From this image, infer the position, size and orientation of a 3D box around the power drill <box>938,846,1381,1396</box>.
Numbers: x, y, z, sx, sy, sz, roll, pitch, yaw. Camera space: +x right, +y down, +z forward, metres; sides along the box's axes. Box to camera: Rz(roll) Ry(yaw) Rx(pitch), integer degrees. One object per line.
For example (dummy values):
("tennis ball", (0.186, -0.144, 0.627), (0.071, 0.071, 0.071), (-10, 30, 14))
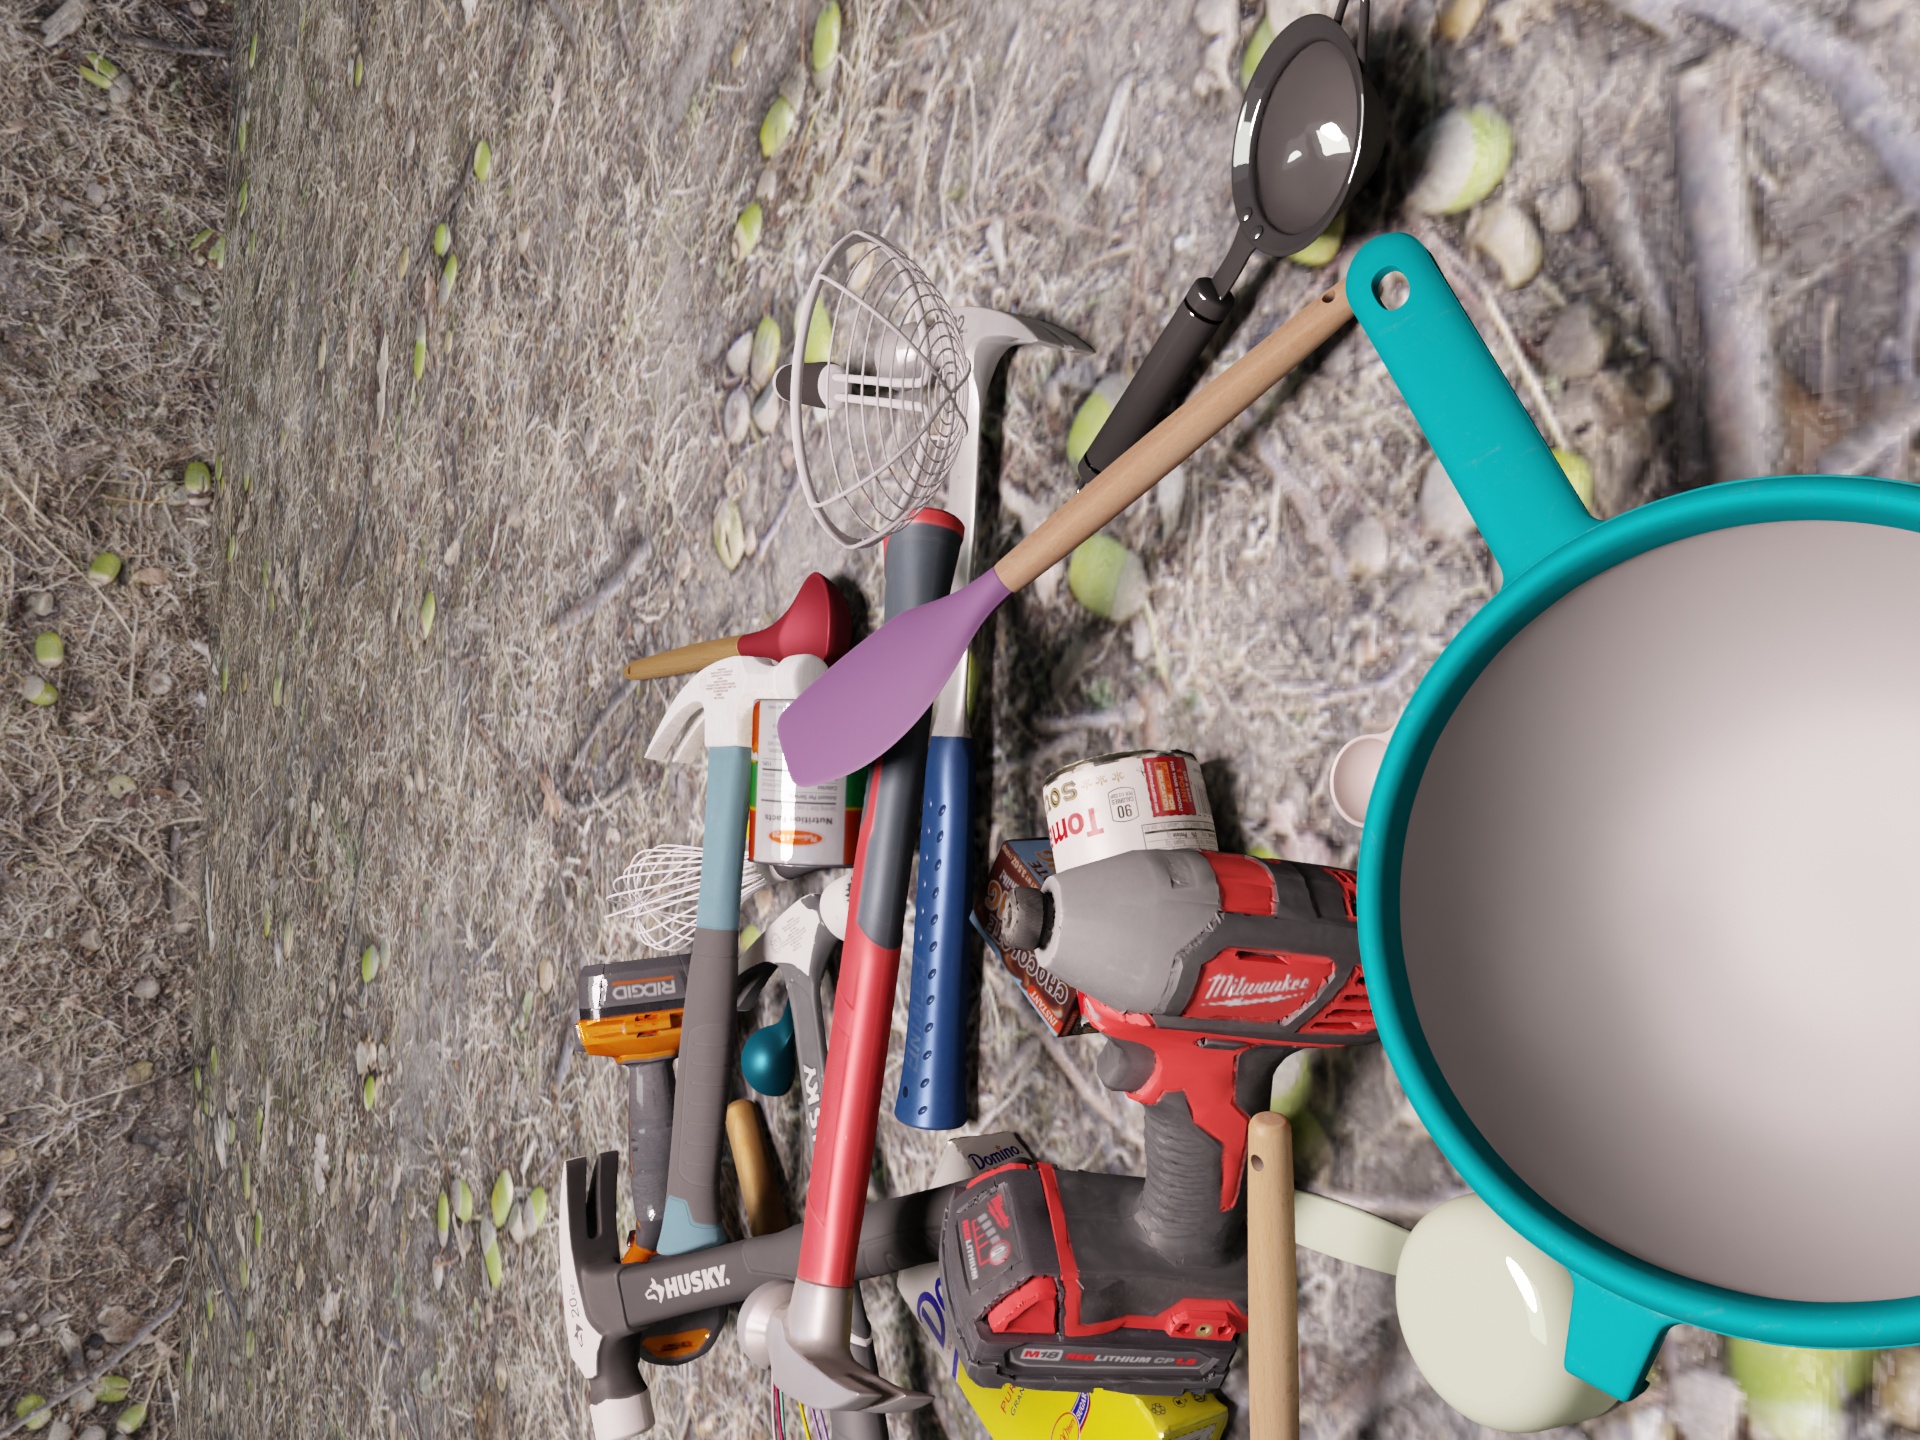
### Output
("power drill", (0.065, 0.143, 0.581), (0.079, 0.143, 0.219), (-105, 26, -59))

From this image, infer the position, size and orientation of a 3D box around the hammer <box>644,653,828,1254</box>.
("hammer", (-0.135, 0.129, 0.882), (0.128, 0.033, 0.331), (-1, 82, 45))

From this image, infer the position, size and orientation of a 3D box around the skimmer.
("skimmer", (-0.075, -0.162, 0.773), (0.363, 0.090, 0.127), (-145, 54, -68))

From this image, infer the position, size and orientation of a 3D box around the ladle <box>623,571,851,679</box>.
("ladle", (-0.147, -0.043, 0.999), (0.315, 0.031, 0.069), (-6, 81, 56))

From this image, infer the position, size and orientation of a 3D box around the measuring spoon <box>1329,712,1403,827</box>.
("measuring spoon", (0.177, -0.009, 0.563), (0.124, 0.018, 0.034), (-54, 47, 28))

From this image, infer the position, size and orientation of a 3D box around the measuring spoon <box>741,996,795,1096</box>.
("measuring spoon", (-0.104, 0.167, 0.929), (0.042, 0.021, 0.128), (49, 126, 44))

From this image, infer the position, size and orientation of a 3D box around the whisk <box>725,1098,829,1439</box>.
("whisk", (-0.098, 0.327, 0.899), (0.051, 0.047, 0.245), (-46, 47, 28))

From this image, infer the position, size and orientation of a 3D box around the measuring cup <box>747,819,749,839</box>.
("measuring cup", (-0.096, 0.039, 0.918), (0.156, 0.029, 0.062), (-34, 61, 46))

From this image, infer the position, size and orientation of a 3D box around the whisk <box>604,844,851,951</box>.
("whisk", (-0.124, 0.089, 0.941), (0.284, 0.070, 0.070), (-20, 72, 46))

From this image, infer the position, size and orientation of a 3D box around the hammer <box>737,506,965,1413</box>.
("hammer", (-0.031, 0.088, 0.687), (0.143, 0.038, 0.386), (-22, 58, 63))

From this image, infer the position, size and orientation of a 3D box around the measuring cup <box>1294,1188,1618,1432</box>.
("measuring cup", (0.152, 0.193, 0.559), (0.168, 0.038, 0.083), (1, 89, 55))

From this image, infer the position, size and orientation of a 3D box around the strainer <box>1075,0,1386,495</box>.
("strainer", (0.107, -0.178, 0.646), (0.258, 0.050, 0.087), (-56, 40, 44))

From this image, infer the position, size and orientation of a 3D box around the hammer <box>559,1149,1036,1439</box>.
("hammer", (-0.089, 0.258, 0.773), (0.335, 0.035, 0.146), (-27, 71, 37))

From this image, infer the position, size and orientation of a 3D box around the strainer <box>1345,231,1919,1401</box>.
("strainer", (0.203, -0.003, 0.451), (0.211, 0.095, 0.341), (-38, 55, 30))

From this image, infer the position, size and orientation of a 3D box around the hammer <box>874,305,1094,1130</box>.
("hammer", (-0.001, -0.003, 0.786), (0.144, 0.035, 0.405), (3, 91, 54))

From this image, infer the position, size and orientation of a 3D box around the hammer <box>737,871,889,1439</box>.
("hammer", (-0.064, 0.292, 0.815), (0.149, 0.036, 0.409), (-33, 57, 41))

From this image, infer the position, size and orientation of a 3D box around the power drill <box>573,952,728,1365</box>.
("power drill", (-0.186, 0.260, 0.975), (0.164, 0.084, 0.226), (141, 123, -76))

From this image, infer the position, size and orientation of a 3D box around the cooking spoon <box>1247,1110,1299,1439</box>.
("cooking spoon", (0.114, 0.288, 0.573), (0.069, 0.017, 0.318), (17, 115, 54))

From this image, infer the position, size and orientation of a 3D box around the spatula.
("spatula", (0.038, -0.072, 0.656), (0.316, 0.018, 0.060), (-39, 50, 20))
